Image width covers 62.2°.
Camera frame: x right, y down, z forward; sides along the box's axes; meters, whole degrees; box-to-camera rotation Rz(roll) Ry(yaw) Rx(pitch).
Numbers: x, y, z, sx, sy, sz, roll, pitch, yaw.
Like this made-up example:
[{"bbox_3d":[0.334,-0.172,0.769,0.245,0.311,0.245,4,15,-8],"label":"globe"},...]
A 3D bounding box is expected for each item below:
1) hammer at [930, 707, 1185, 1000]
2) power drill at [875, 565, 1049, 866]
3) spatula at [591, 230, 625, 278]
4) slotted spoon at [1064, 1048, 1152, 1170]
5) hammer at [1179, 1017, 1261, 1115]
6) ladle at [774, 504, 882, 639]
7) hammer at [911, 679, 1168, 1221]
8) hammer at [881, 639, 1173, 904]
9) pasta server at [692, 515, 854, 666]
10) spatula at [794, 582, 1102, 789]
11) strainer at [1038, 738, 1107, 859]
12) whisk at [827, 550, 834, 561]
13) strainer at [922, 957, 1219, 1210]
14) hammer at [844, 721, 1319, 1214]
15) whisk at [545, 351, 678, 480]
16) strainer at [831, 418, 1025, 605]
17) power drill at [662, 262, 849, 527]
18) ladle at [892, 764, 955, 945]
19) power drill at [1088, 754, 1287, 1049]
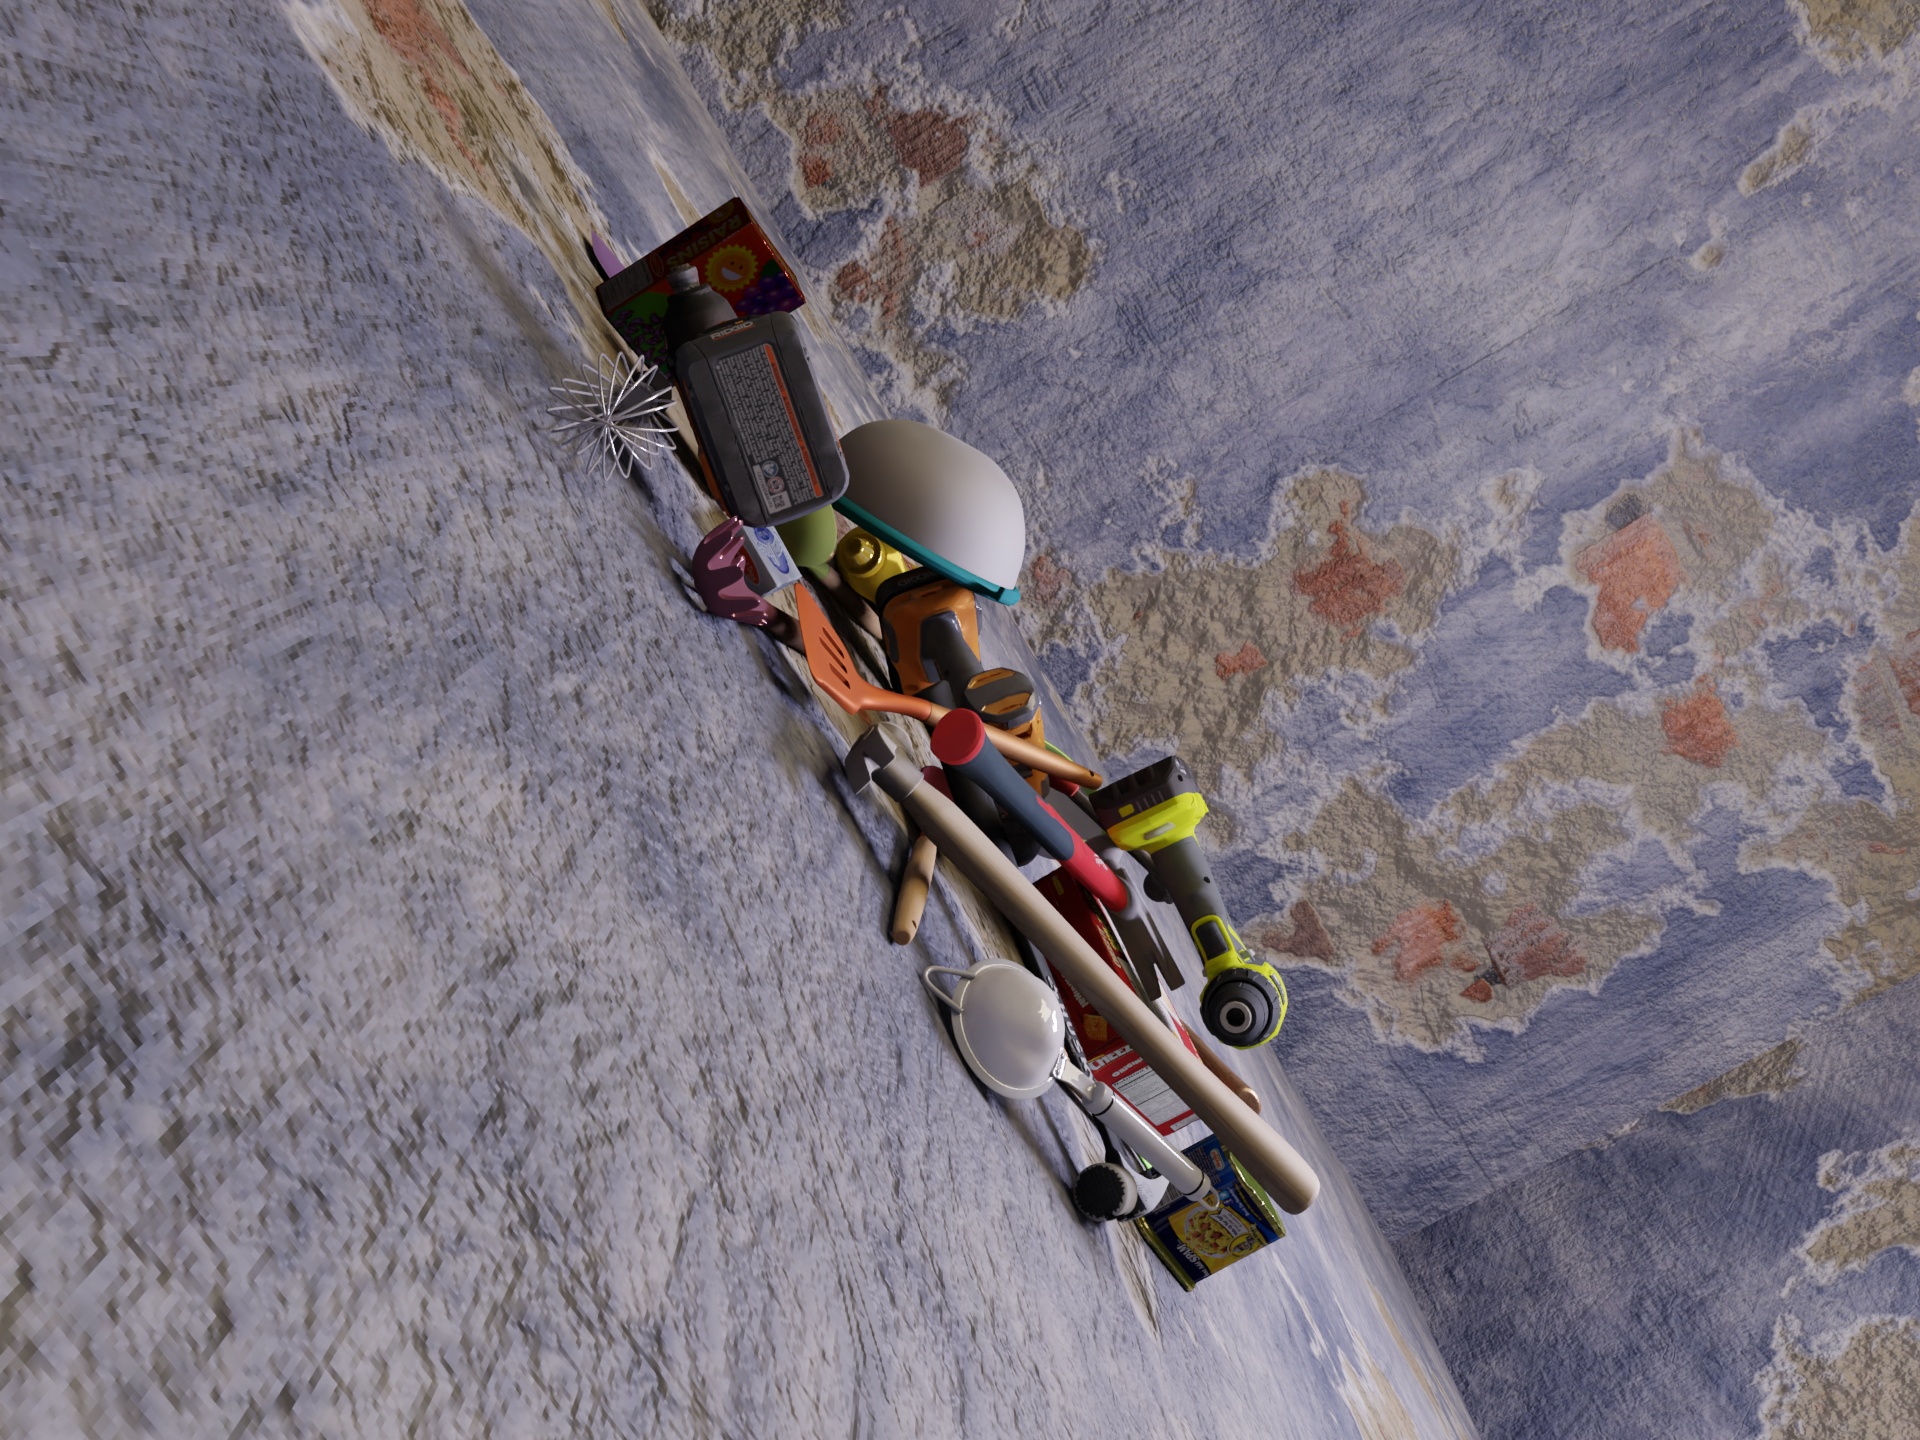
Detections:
[{"bbox_3d":[0.074,0.095,1.146,0.385,0.038,0.143,45,17,-58],"label":"hammer"},{"bbox_3d":[0.009,-0.002,1.308,0.226,0.084,0.185,-123,-162,-46],"label":"power drill"},{"bbox_3d":[-0.204,-0.268,1.293,0.315,0.018,0.060,51,15,-45],"label":"spatula"},{"bbox_3d":[0.094,0.271,1.158,0.313,0.031,0.070,52,13,-38],"label":"slotted spoon"},{"bbox_3d":[0.197,0.288,1.505,0.130,0.031,0.331,55,-5,-20],"label":"hammer"},{"bbox_3d":[-0.098,-0.123,1.303,0.078,0.062,0.320,47,0,18],"label":"ladle"},{"bbox_3d":[0.048,0.148,1.110,0.149,0.036,0.409,34,31,-63],"label":"hammer"},{"bbox_3d":[0.066,0.032,1.433,0.359,0.037,0.149,43,-6,9],"label":"hammer"},{"bbox_3d":[-0.111,-0.066,1.046,0.316,0.040,0.060,36,37,-75],"label":"pasta server"},{"bbox_3d":[-0.002,-0.004,1.113,0.322,0.041,0.081,23,42,-41],"label":"spatula"},{"bbox_3d":[0.045,0.045,1.559,0.151,0.069,0.257,8,41,-52],"label":"strainer"},{"bbox_3d":[-0.159,-0.223,1.294,0.244,0.051,0.047,60,33,-41],"label":"whisk"},{"bbox_3d":[0.080,0.223,0.964,0.258,0.050,0.087,44,43,-22],"label":"strainer"},{"bbox_3d":[0.079,0.160,0.995,0.410,0.038,0.146,46,3,-4],"label":"hammer"},{"bbox_3d":[-0.189,-0.183,0.923,0.070,0.070,0.285,58,3,-15],"label":"whisk"},{"bbox_3d":[-0.018,-0.200,1.366,0.211,0.095,0.340,31,12,-4],"label":"strainer"},{"bbox_3d":[-0.146,-0.214,1.029,0.227,0.084,0.164,-135,-155,-69],"label":"power drill"},{"bbox_3d":[-0.024,0.092,1.062,0.069,0.031,0.315,61,9,-9],"label":"ladle"},{"bbox_3d":[0.184,0.147,1.237,0.228,0.080,0.190,65,10,10],"label":"power drill"}]
